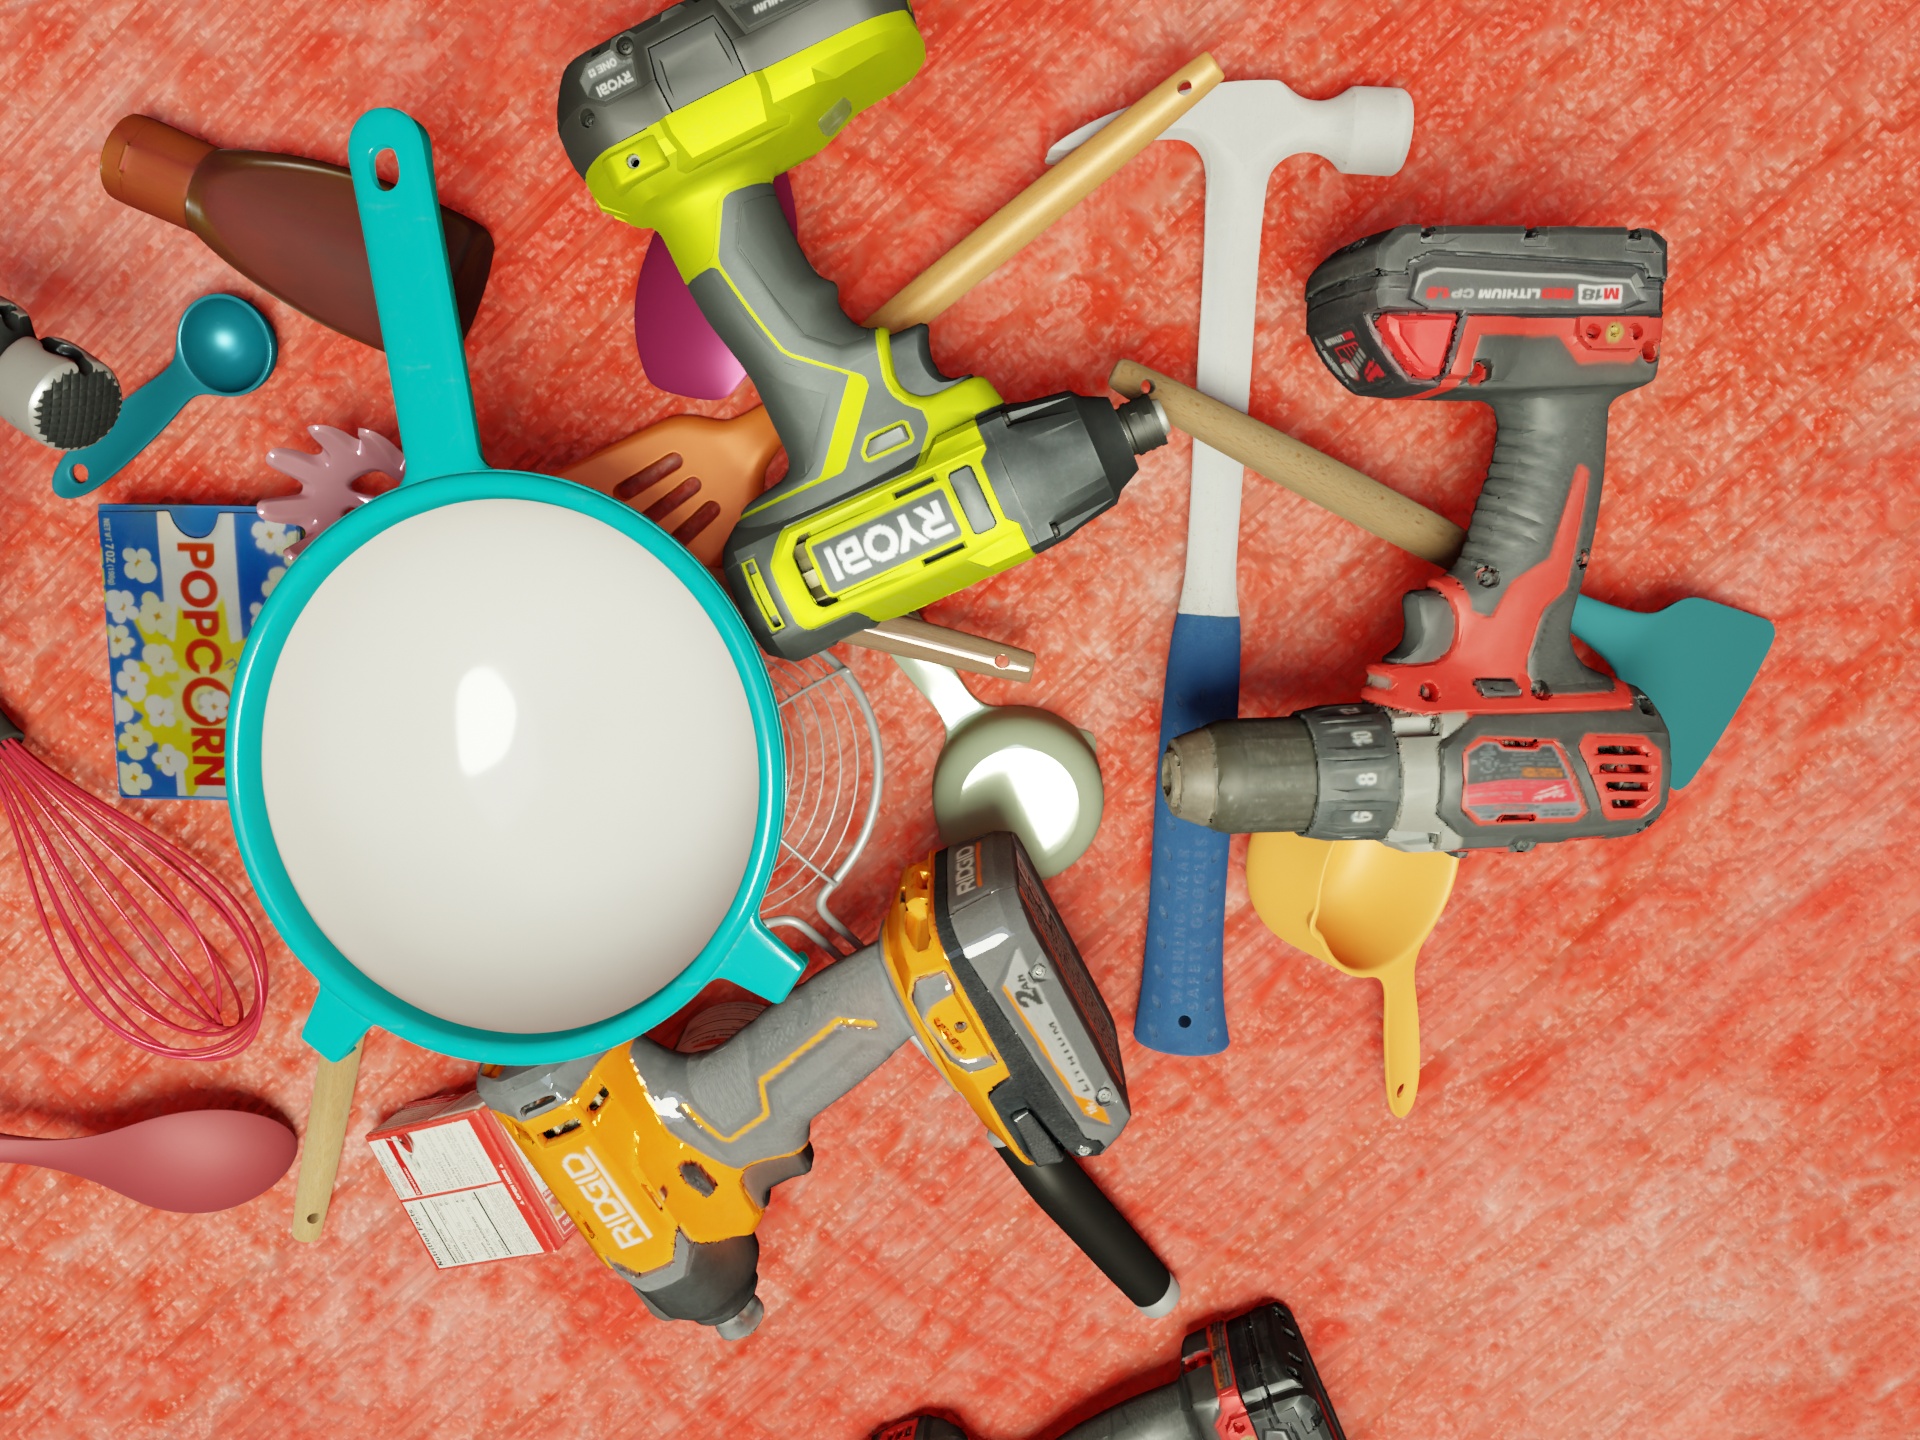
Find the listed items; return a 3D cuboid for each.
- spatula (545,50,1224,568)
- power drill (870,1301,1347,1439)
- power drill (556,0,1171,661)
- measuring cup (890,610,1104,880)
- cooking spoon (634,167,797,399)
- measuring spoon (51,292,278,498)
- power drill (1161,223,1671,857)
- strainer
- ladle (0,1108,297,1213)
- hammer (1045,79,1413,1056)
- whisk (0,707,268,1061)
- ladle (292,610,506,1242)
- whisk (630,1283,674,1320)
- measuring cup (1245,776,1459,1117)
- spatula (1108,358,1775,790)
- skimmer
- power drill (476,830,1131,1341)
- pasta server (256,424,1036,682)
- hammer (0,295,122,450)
[{"bbox_3d":[-0.031,-0.156,0.637,0.322,0.041,0.081,-35,98,19],"label":"spatula"},{"bbox_3d":[0.072,0.368,0.729,0.219,0.078,0.143,-22,99,7],"label":"power drill"},{"bbox_3d":[-0.036,-0.154,0.589,0.171,0.080,0.223,-23,97,7],"label":"power drill"},{"bbox_3d":[-0.001,-0.002,0.680,0.083,0.038,0.167,-35,100,6],"label":"measuring cup"},{"bbox_3d":[-0.076,-0.286,0.629,0.069,0.017,0.319,15,95,18],"label":"cooking spoon"},{"bbox_3d":[-0.338,-0.134,0.678,0.128,0.021,0.042,-33,98,15],"label":"measuring spoon"},{"bbox_3d":[0.168,-0.061,0.589,0.188,0.080,0.226,-2,97,-6],"label":"power drill"},{"bbox_3d":[-0.167,-0.048,0.598,0.211,0.095,0.340,-10,92,11],"label":"strainer"},{"bbox_3d":[-0.455,0.178,0.686,0.315,0.031,0.069,11,125,-14],"label":"ladle"},{"bbox_3d":[0.099,-0.056,0.672,0.144,0.035,0.405,2,100,0],"label":"hammer"},{"bbox_3d":[-0.402,0.027,0.686,0.073,0.073,0.296,-39,90,7],"label":"whisk"},{"bbox_3d":[-0.258,0.094,0.695,0.078,0.062,0.320,7,106,-33],"label":"ladle"},{"bbox_3d":[-0.171,0.168,0.713,0.055,0.055,0.239,-18,104,4],"label":"whisk"},{"bbox_3d":[0.169,0.094,0.687,0.095,0.052,0.173,-27,121,-28],"label":"measuring cup"},{"bbox_3d":[0.199,-0.068,0.650,0.317,0.044,0.082,26,98,-8],"label":"spatula"},{"bbox_3d":[-0.012,0.121,0.708,0.127,0.090,0.363,-33,109,17],"label":"skimmer"},{"bbox_3d":[-0.052,0.153,0.626,0.226,0.084,0.164,-24,111,9],"label":"power drill"},{"bbox_3d":[-0.124,-0.058,0.646,0.316,0.040,0.060,14,97,1],"label":"pasta server"},{"bbox_3d":[-0.429,0.015,0.646,0.149,0.036,0.408,30,115,18],"label":"hammer"}]
